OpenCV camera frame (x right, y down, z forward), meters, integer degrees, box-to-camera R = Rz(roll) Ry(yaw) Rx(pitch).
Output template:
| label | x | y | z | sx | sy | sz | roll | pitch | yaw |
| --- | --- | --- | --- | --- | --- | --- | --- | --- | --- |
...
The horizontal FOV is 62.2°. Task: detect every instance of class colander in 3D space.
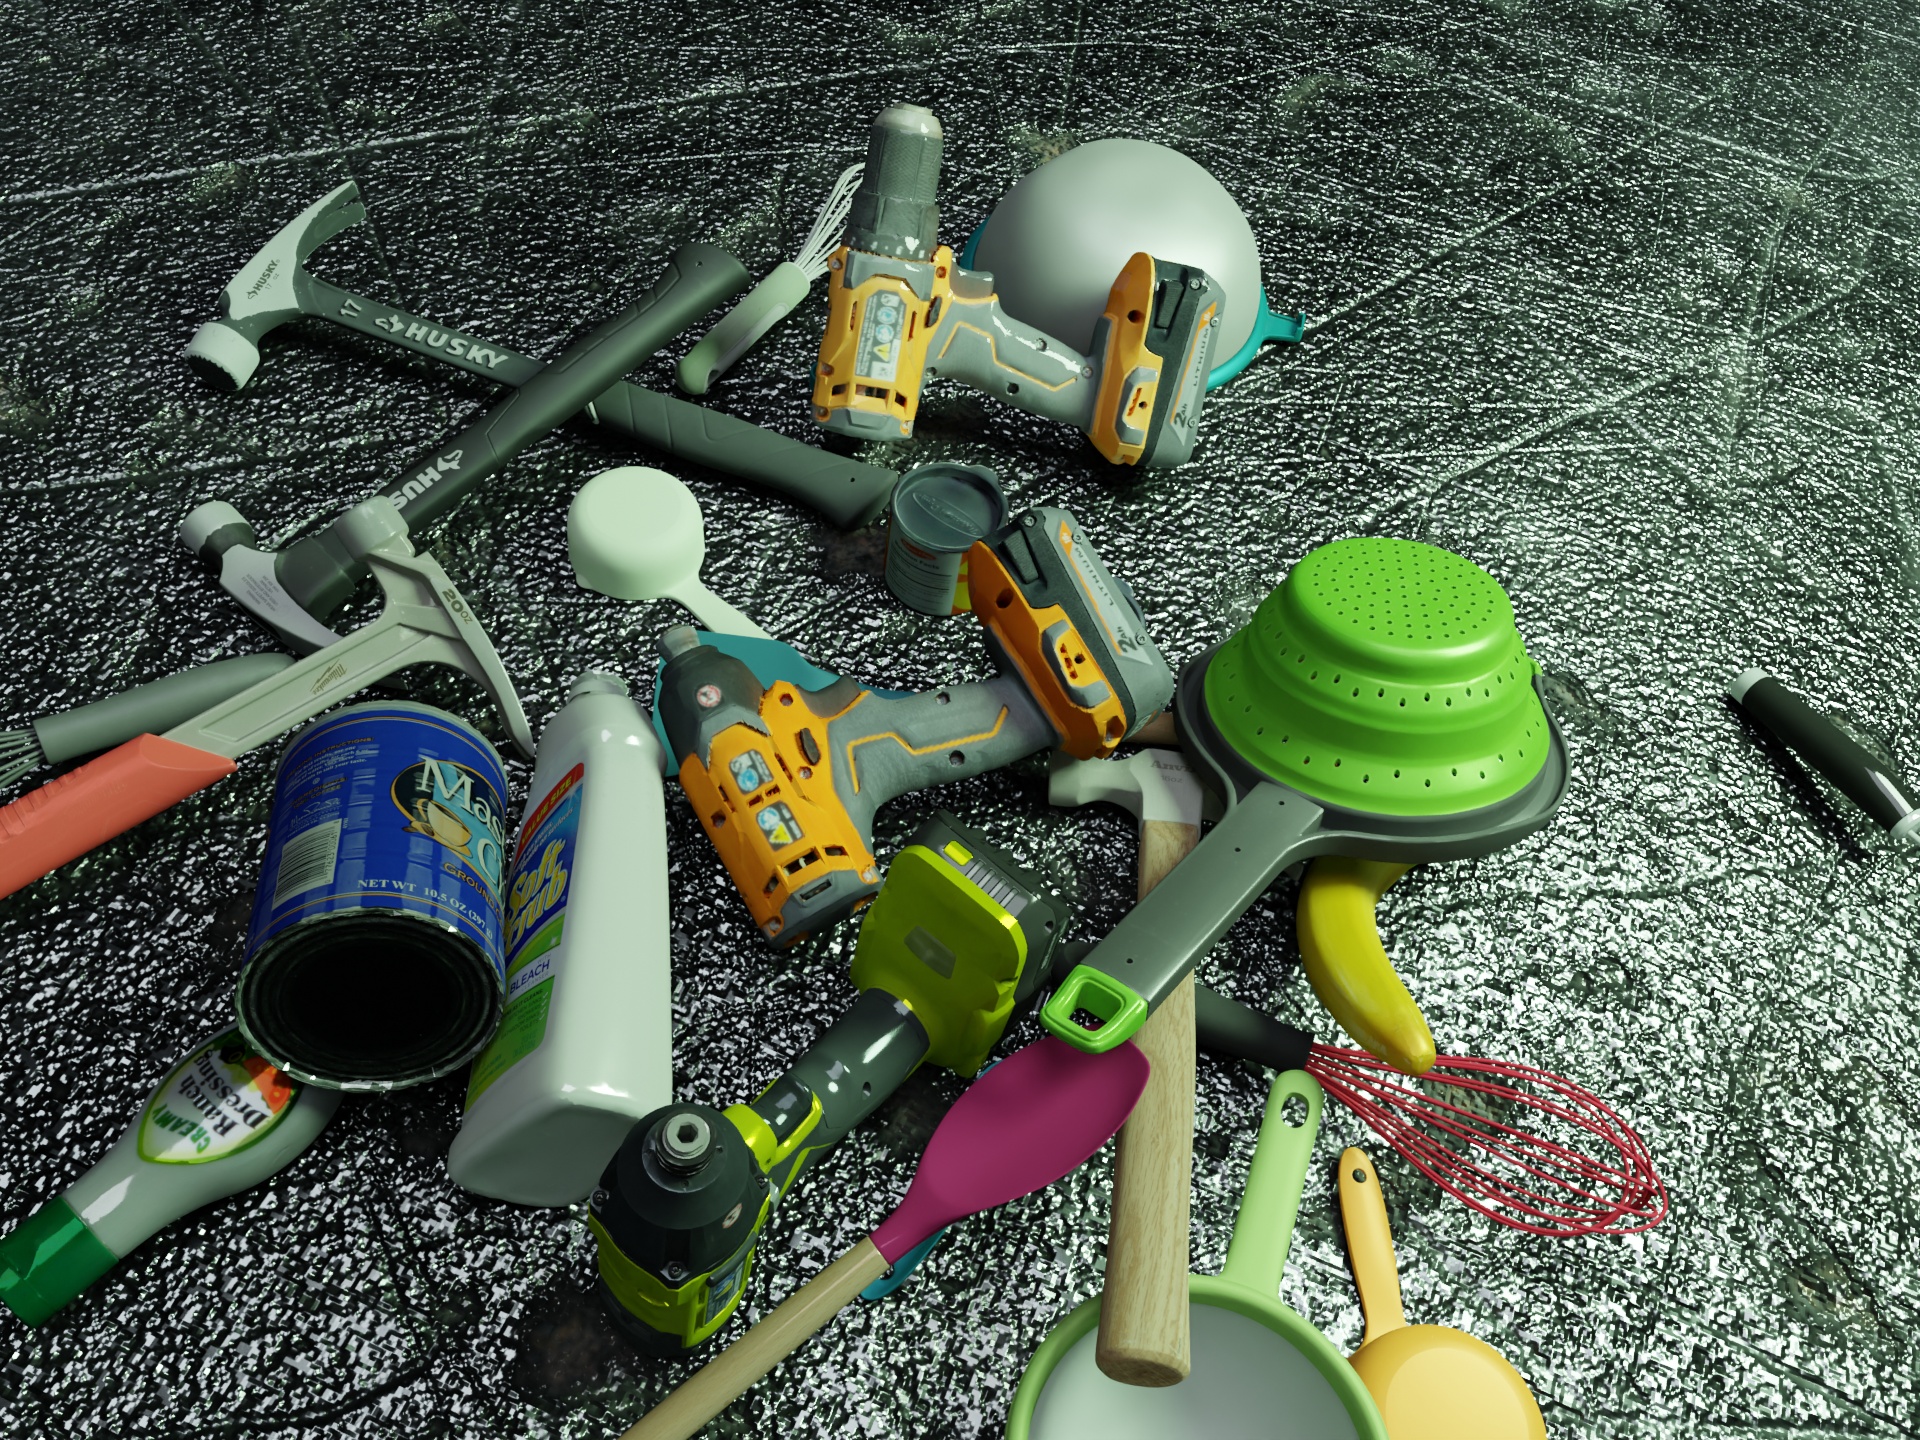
| label | x | y | z | sx | sy | sz | roll | pitch | yaw |
| --- | --- | --- | --- | --- | --- | --- | --- | --- | --- |
| colander | 0.165 | 0.010 | 0.753 | 0.205 | 0.094 | 0.397 | 26 | 44 | 28 |

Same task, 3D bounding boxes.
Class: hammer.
| label | x | y | z | sx | sy | sz | roll | pitch | yaw |
| --- | --- | --- | --- | --- | --- | --- | --- | --- | --- |
| hammer | -0.385 | 0.041 | 0.736 | 0.359 | 0.037 | 0.149 | -33 | 96 | -20 |
| hammer | -0.246 | -0.156 | 0.875 | 0.146 | 0.035 | 0.335 | 41 | 71 | 17 |
| hammer | 0.092 | 0.133 | 0.713 | 0.130 | 0.031 | 0.332 | 5 | 42 | 6 |
| hammer | -0.233 | -0.199 | 0.936 | 0.409 | 0.036 | 0.149 | 20 | 67 | 3 |

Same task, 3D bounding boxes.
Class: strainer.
| label | x | y | z | sx | sy | sz | roll | pitch | yaw |
| --- | --- | --- | --- | --- | --- | --- | --- | --- | --- |
| strainer | 0.107 | 0.264 | 0.652 | 0.151 | 0.069 | 0.256 | 18 | 50 | 10 |
| strainer | 0.055 | -0.289 | 1.013 | 0.340 | 0.095 | 0.211 | -24 | 62 | -24 |

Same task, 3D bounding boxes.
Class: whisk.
| label | x | y | z | sx | sy | sz | roll | pitch | yaw |
| --- | --- | --- | --- | --- | --- | --- | --- | --- | --- |
| whisk | 0.179 | 0.164 | 0.739 | 0.296 | 0.073 | 0.073 | 20 | 55 | 13 |
| whisk | -0.438 | 0.013 | 0.763 | 0.239 | 0.055 | 0.055 | -22 | 61 | -27 |
| whisk | -0.101 | -0.288 | 1.022 | 0.059 | 0.057 | 0.246 | 35 | 62 | 5 |

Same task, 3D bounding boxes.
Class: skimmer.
| label | x | y | z | sx | sy | sz | roll | pitch | yaw |
| --- | --- | --- | --- | --- | --- | --- | --- | --- | --- |
| skimmer | 0.540 | 0.116 | 0.842 | 0.127 | 0.090 | 0.364 | -21 | 50 | -17 |

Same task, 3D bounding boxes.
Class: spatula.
| label | x | y | z | sx | sy | sz | roll | pitch | yaw |
| --- | --- | --- | --- | --- | --- | --- | --- | --- | --- |
| spatula | -0.001 | -0.003 | 0.846 | 0.317 | 0.044 | 0.082 | 5 | 68 | -12 |

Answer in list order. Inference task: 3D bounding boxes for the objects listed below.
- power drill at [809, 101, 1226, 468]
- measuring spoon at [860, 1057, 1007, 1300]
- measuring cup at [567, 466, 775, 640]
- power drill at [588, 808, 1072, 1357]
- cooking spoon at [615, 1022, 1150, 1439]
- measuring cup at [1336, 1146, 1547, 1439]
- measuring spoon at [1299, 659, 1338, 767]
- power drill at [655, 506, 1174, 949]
| label | x | y | z | sx | sy | sz | roll | pitch | yaw |
| --- | --- | --- | --- | --- | --- | --- | --- | --- | --- |
| power drill | 0.034 | -0.245 | 0.925 | 0.226 | 0.185 | 0.084 | 7 | 18 | -11 |
| measuring spoon | -0.002 | 0.206 | 0.710 | 0.042 | 0.021 | 0.128 | 36 | 67 | 16 |
| measuring cup | -0.148 | -0.081 | 0.871 | 0.168 | 0.038 | 0.083 | 39 | 59 | 20 |
| power drill | -0.055 | 0.144 | 0.650 | 0.080 | 0.171 | 0.223 | 37 | 55 | 16 |
| cooking spoon | -0.053 | 0.229 | 0.635 | 0.319 | 0.017 | 0.069 | -36 | 37 | -12 |
| measuring cup | 0.191 | 0.259 | 0.674 | 0.095 | 0.052 | 0.174 | 0 | 57 | -8 |
| measuring spoon | 0.196 | -0.001 | 0.887 | 0.021 | 0.011 | 0.117 | 5 | 58 | -4 |
| power drill | -0.030 | -0.013 | 0.774 | 0.226 | 0.084 | 0.164 | -29 | 80 | -11 |
